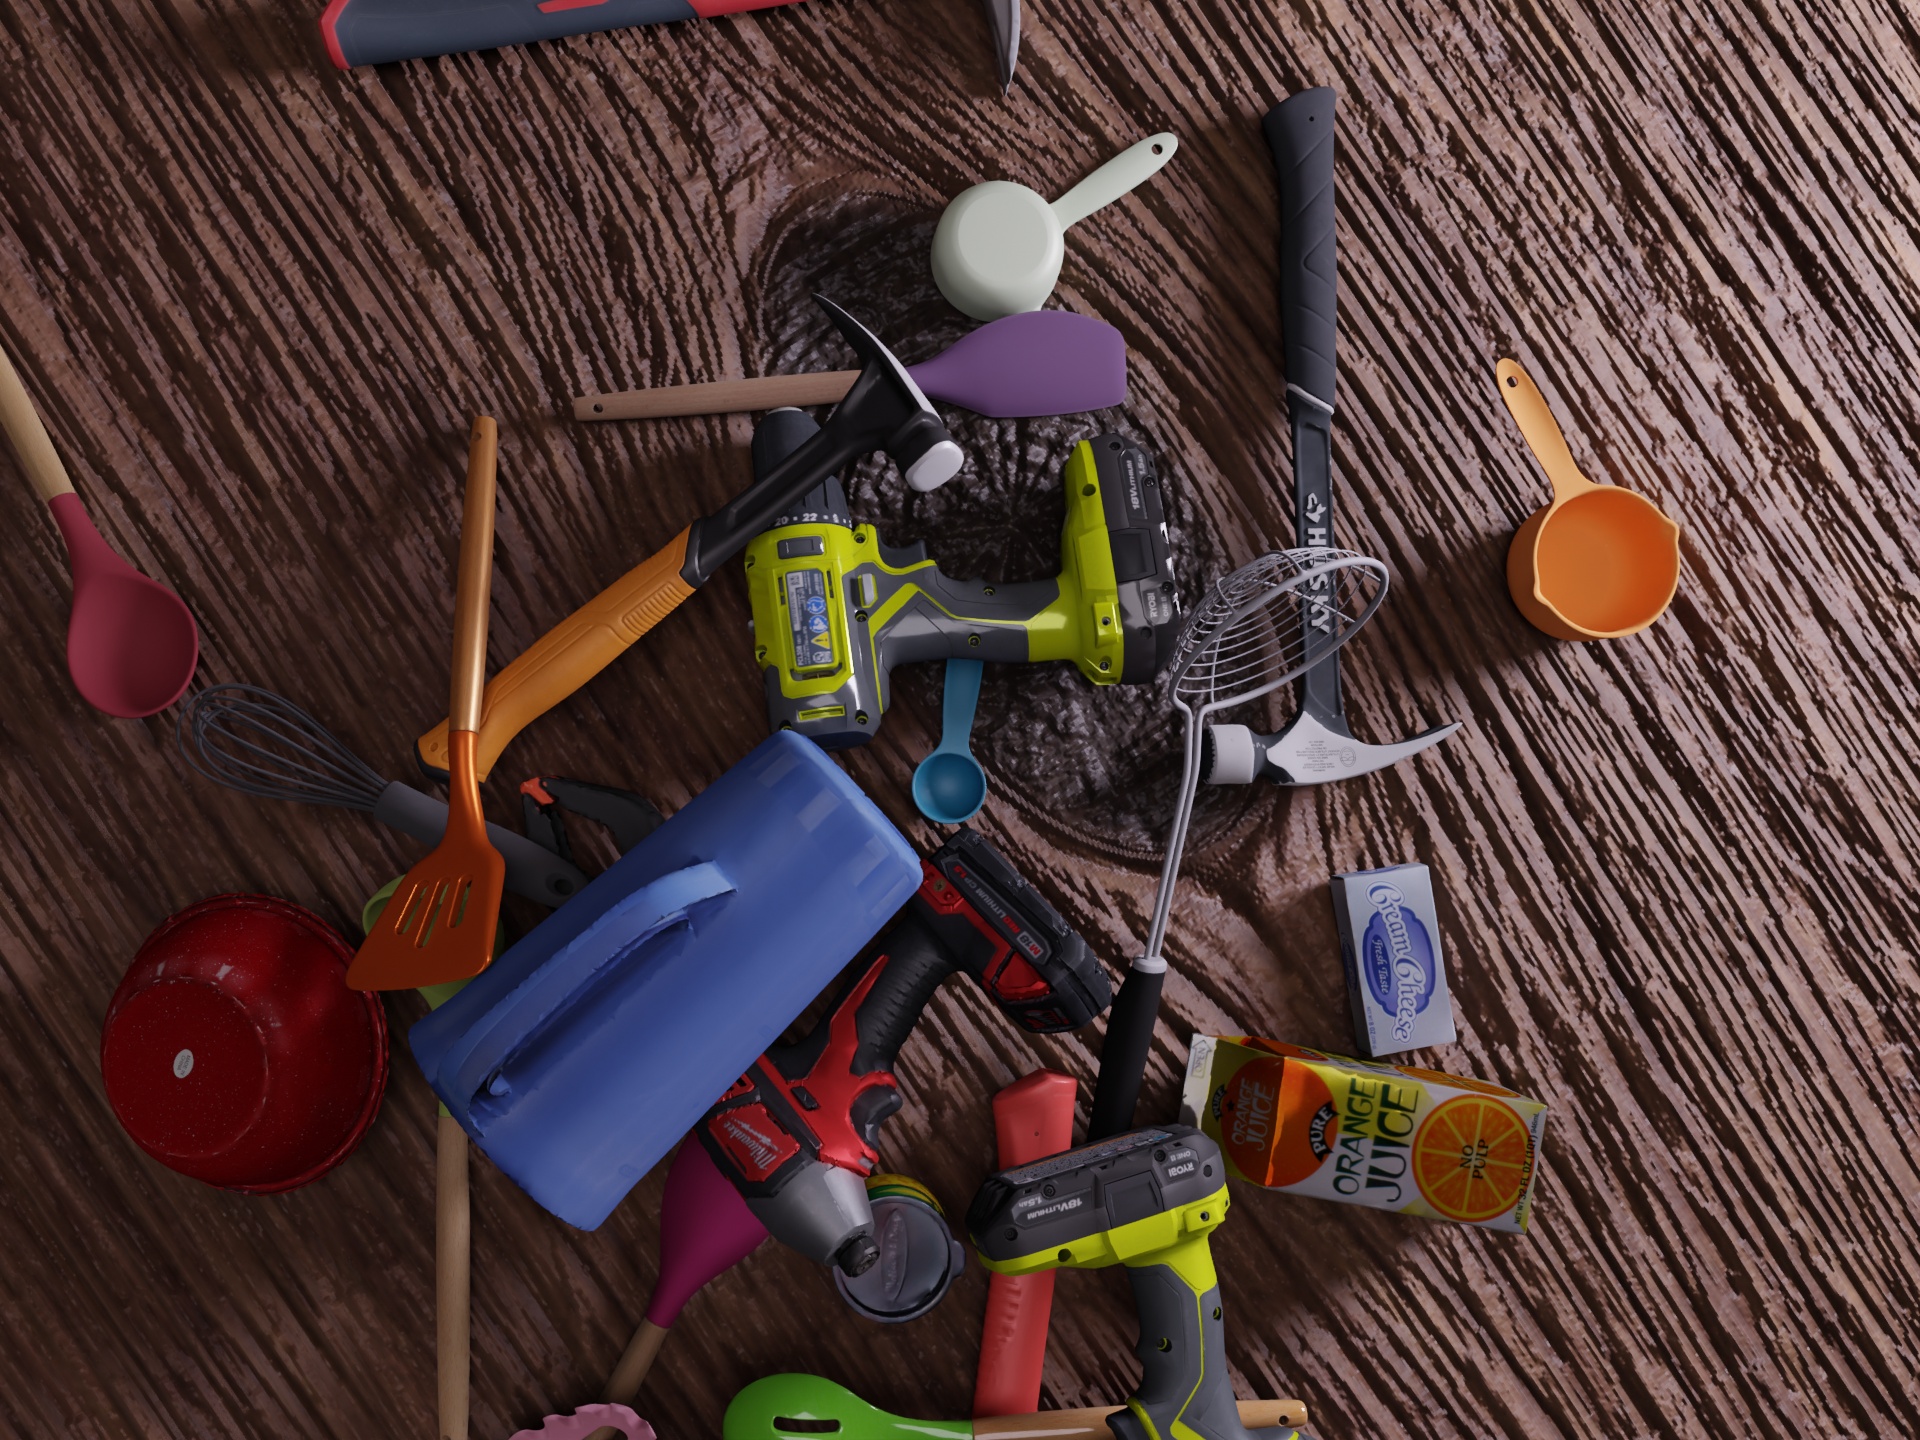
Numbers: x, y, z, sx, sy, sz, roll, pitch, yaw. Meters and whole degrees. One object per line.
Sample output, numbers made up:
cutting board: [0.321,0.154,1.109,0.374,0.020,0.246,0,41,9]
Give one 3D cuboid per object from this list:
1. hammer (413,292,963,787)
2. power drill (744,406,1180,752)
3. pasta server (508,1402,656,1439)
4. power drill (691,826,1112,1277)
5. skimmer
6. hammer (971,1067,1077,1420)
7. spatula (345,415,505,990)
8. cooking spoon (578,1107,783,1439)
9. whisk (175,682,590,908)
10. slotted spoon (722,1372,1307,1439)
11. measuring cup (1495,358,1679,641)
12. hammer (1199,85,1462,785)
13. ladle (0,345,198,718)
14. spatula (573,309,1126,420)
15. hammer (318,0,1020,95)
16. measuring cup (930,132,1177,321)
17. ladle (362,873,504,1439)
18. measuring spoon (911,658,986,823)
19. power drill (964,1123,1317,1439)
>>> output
hammer: [-0.161,-0.081,0.847,0.337,0.034,0.127,-38,64,8]
power drill: [-0.006,-0.090,0.878,0.228,0.080,0.191,-7,78,-3]
pasta server: [-0.308,0.412,0.830,0.316,0.040,0.060,-12,78,0]
power drill: [-0.032,0.176,0.836,0.219,0.078,0.143,-42,59,-6]
skimmer: [0.137,0.082,0.847,0.090,0.127,0.363,19,102,39]
hammer: [0.034,0.375,0.876,0.149,0.037,0.359,9,86,-5]
spatula: [-0.262,-0.018,0.828,0.081,0.041,0.323,-8,70,16]
cooking spoon: [-0.177,0.351,0.866,0.068,0.017,0.319,28,84,-2]
whisk: [-0.305,0.045,0.844,0.239,0.055,0.055,25,85,2]
slotted spoon: [0.032,0.376,0.845,0.313,0.031,0.070,0,95,-7]
measuring cup: [0.345,-0.127,0.927,0.095,0.052,0.173,-26,88,-6]
hammer: [0.209,-0.167,0.924,0.149,0.036,0.409,0,87,-7]
ladle: [-0.499,-0.142,0.859,0.069,0.031,0.315,-28,88,-9]
spatula: [-0.060,-0.193,0.907,0.316,0.018,0.059,-7,104,-6]
hammer: [-0.160,-0.399,0.900,0.386,0.038,0.143,-12,90,-6]
measuring cup: [0.059,-0.296,0.914,0.167,0.038,0.083,-35,90,-4]
ladle: [-0.278,0.239,0.845,0.078,0.062,0.320,0,90,20]
measuring spoon: [-0.001,-0.003,0.907,0.042,0.021,0.129,8,77,-2]
power drill: [0.087,0.335,0.812,0.171,0.080,0.223,-14,82,-13]
